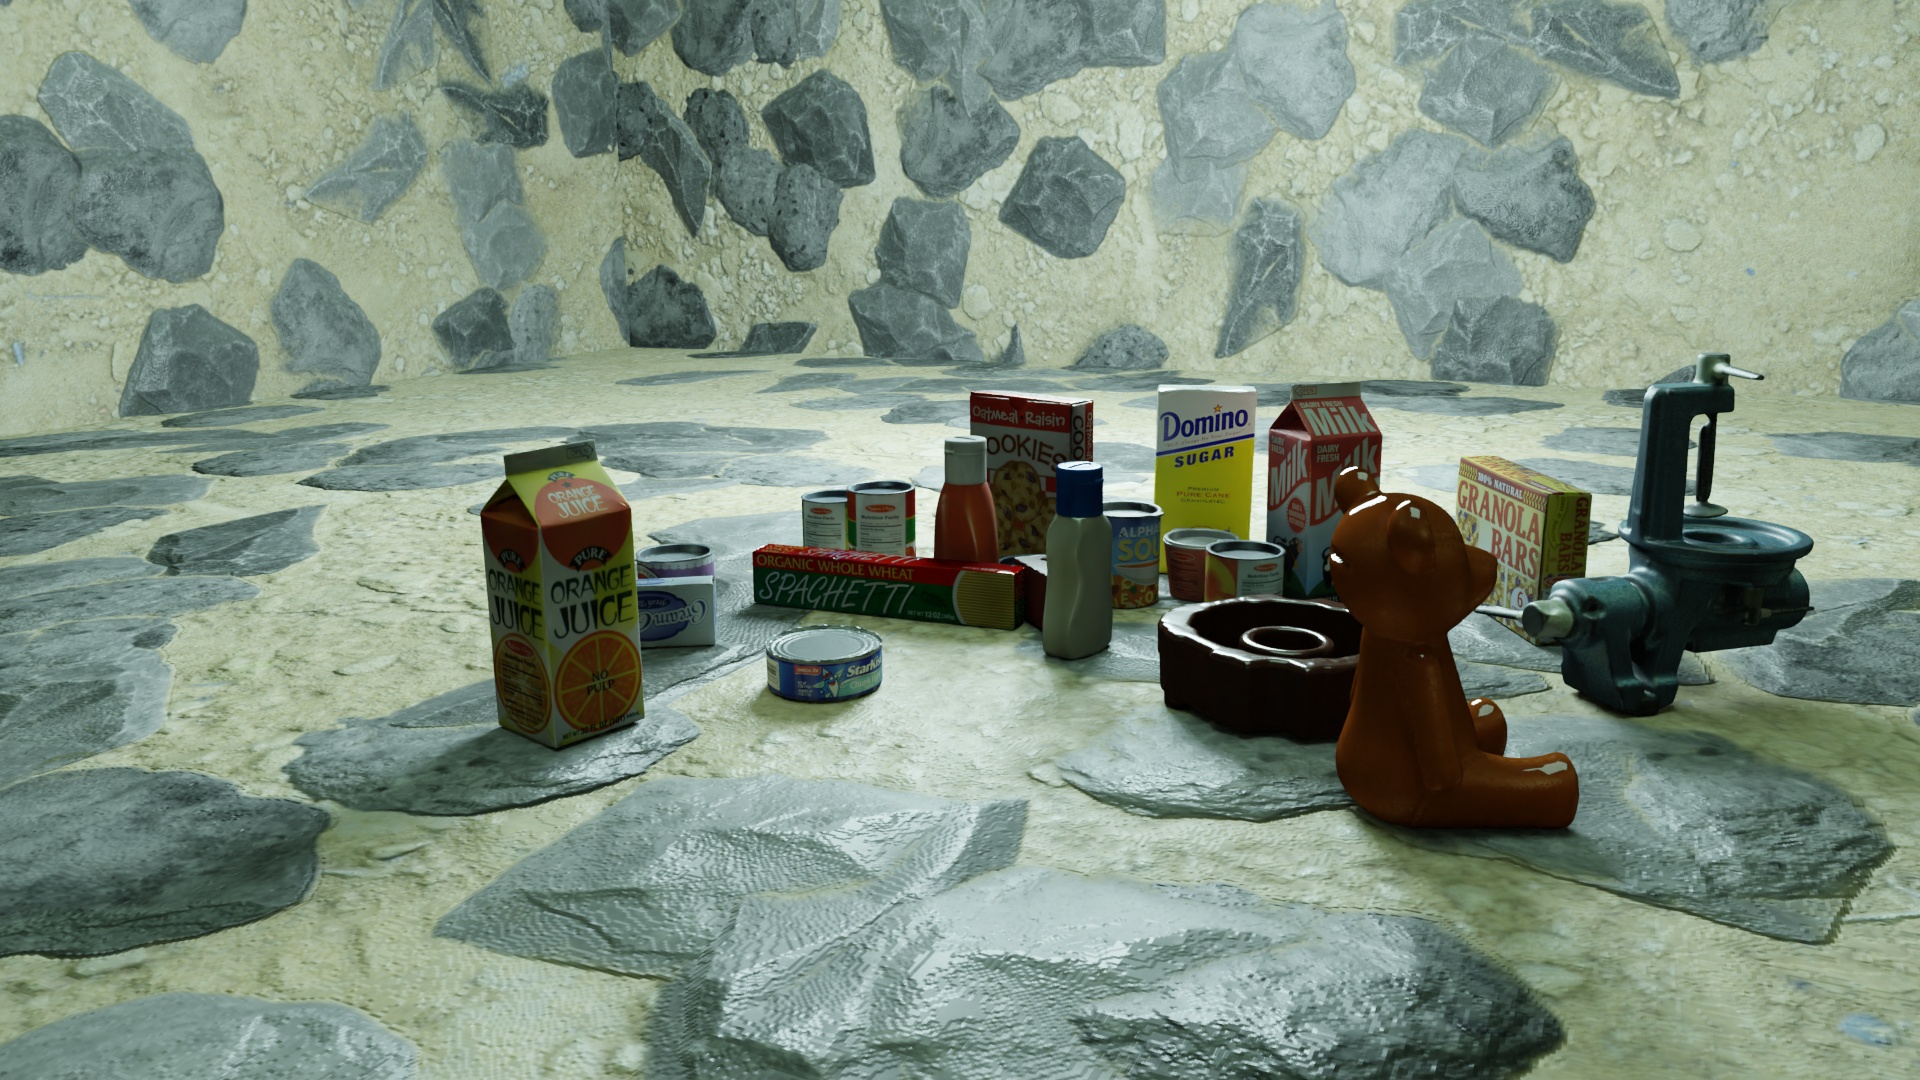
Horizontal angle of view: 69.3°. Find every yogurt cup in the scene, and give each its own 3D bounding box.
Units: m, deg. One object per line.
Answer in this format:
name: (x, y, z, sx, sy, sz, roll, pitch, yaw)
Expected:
yogurt cup: (0.215, 0.022, 1.240, 0.072, 0.053, 0.072, -1, 13, 0)

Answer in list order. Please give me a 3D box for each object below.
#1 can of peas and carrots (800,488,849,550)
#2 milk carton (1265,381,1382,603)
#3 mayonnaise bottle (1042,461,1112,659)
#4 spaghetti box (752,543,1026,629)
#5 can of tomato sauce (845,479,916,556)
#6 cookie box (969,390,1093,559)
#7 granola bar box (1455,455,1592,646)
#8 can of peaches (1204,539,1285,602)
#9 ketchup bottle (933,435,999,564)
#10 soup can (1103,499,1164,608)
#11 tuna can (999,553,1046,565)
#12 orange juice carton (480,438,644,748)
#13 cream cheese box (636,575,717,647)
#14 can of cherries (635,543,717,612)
can of peas and carrots: (-0.127, -0.018, 1.413, 0.071, 0.058, 0.071, -1, 13, 0)
milk carton: (0.318, -0.044, 1.219, 0.072, 0.190, 0.073, -5, 14, -18)
mayonnaise bottle: (0.092, 0.014, 1.078, 0.041, 0.147, 0.065, 10, 16, 38)
spaghetti box: (-0.066, 0.038, 1.193, 0.250, 0.050, 0.029, 5, 14, 21)
can of tomato sauce: (-0.075, -0.012, 1.332, 0.071, 0.083, 0.071, -1, 13, 0)
cookie box: (0.067, -0.057, 1.335, 0.123, 0.167, 0.040, 10, 17, 39)
granola bar box: (0.462, 0.004, 1.156, 0.039, 0.124, 0.166, -1, 13, -4)
can of peaches: (0.240, 0.034, 1.181, 0.071, 0.058, 0.071, -1, 13, 0)
ketchup bottle: (0.004, -0.015, 1.202, 0.044, 0.148, 0.065, -12, 17, -40)
soup can: (0.145, 0.012, 1.221, 0.071, 0.083, 0.071, -1, 13, 0)
tuna can: (0.062, 0.035, 1.237, 0.071, 0.032, 0.071, -1, 13, 0)
orange juice carton: (-0.265, 0.032, 0.923, 0.073, 0.192, 0.072, 10, 17, 40)
cream cheese box: (-0.248, 0.058, 1.110, 0.104, 0.053, 0.024, -3, 13, -8)
can of cherries: (-0.244, 0.038, 1.186, 0.071, 0.058, 0.071, -1, 13, 0)
